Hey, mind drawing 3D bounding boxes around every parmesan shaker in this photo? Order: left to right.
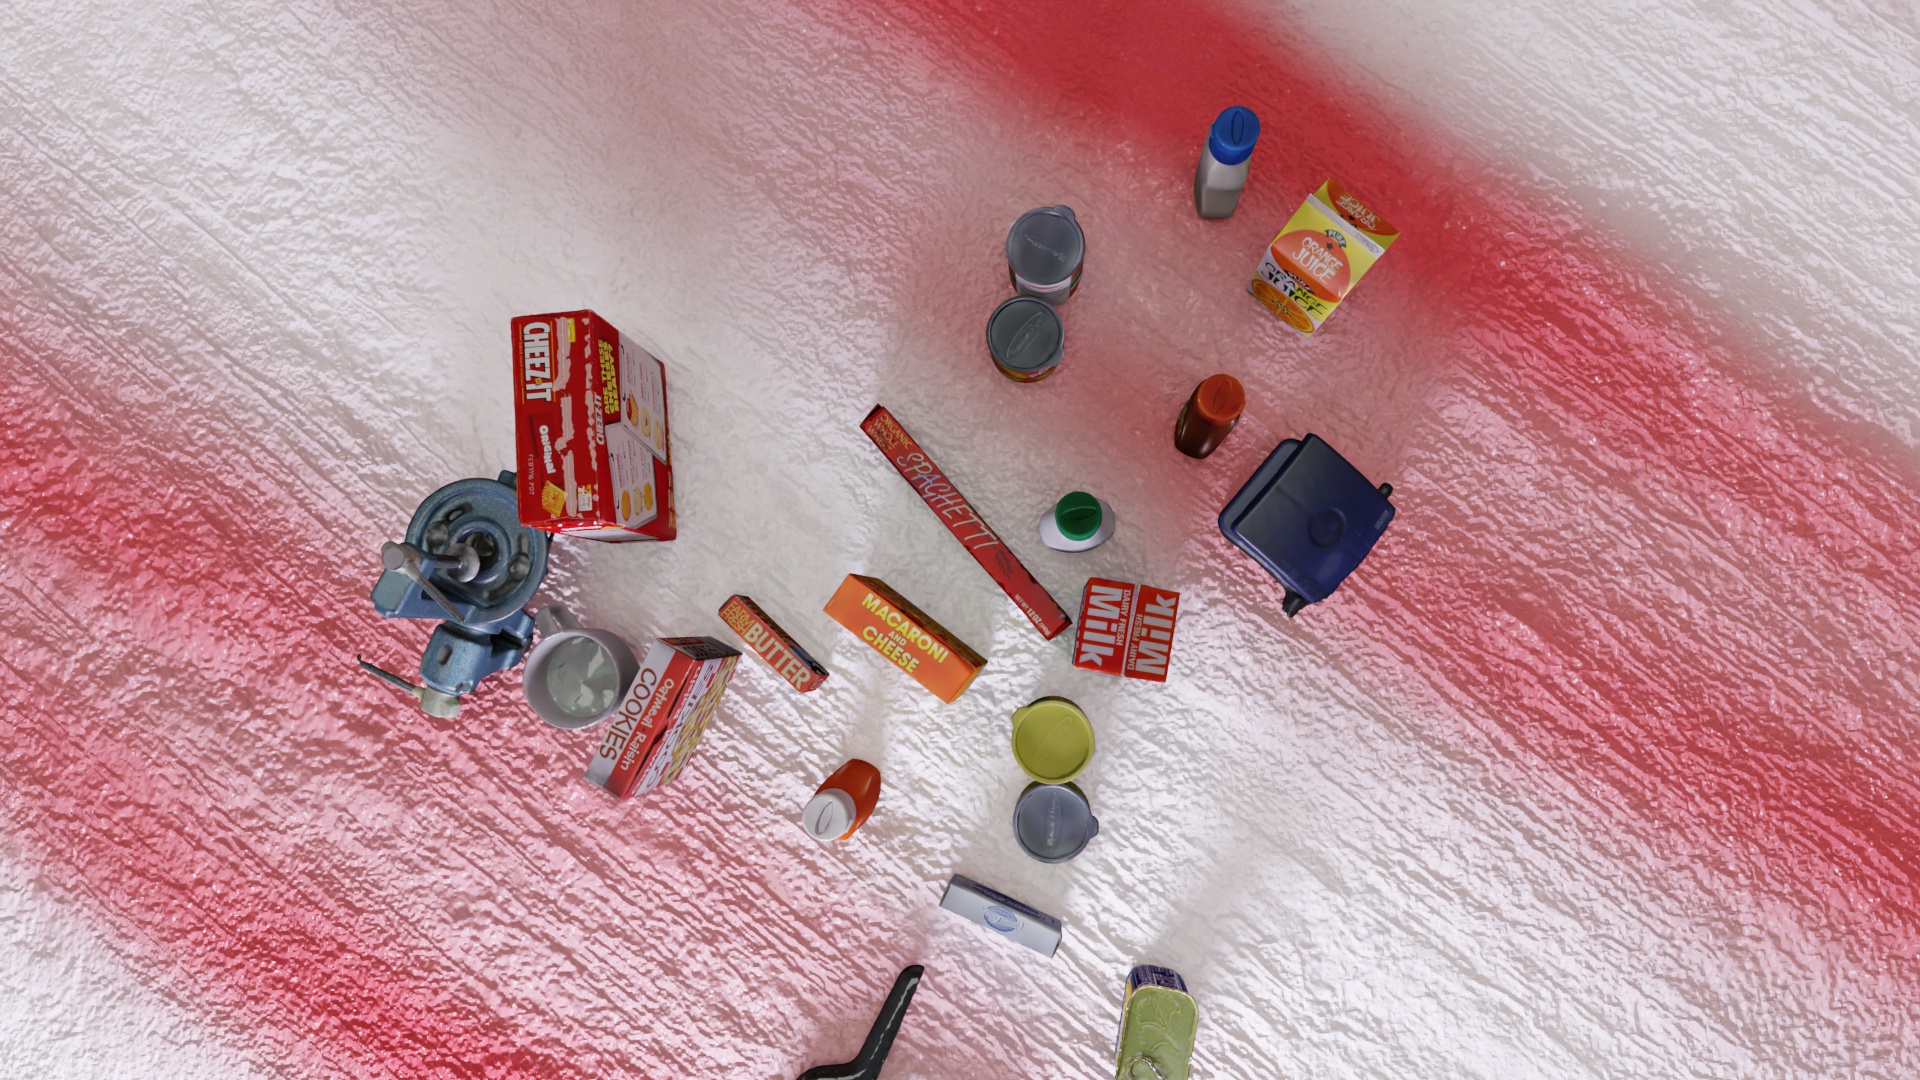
[{"bbox_3d":[0.075,0.161,1.150,0.071,0.103,0.071,0,86,4],"label":"parmesan shaker"}]

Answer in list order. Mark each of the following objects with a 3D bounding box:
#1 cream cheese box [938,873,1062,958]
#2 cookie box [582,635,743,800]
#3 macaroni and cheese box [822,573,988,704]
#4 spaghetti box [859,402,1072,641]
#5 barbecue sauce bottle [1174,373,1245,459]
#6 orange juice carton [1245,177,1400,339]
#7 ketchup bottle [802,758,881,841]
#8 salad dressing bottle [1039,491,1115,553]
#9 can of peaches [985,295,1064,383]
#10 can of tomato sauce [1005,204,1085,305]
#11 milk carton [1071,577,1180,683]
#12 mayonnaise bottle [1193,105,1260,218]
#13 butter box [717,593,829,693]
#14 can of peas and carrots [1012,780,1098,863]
[{"bbox_3d":[0.035,0.313,1.166,0.104,0.053,0.024,24,88,5],"label":"cream cheese box"},{"bbox_3d":[-0.238,0.141,1.138,0.040,0.167,0.123,27,88,5],"label":"cookie box"},{"bbox_3d":[-0.041,0.078,1.131,0.124,0.166,0.040,37,89,5],"label":"macaroni and cheese box"},{"bbox_3d":[0.004,-0.015,1.194,0.028,0.050,0.250,-41,84,0],"label":"spaghetti box"},{"bbox_3d":[0.206,-0.106,1.138,0.044,0.148,0.065,24,88,5],"label":"barbecue sauce bottle"},{"bbox_3d":[0.292,-0.229,1.120,0.072,0.192,0.073,41,90,5],"label":"orange juice carton"},{"bbox_3d":[-0.097,0.216,1.133,0.043,0.149,0.064,23,88,5],"label":"ketchup bottle"},{"bbox_3d":[0.096,-0.015,1.139,0.064,0.147,0.044,-10,86,3],"label":"salad dressing bottle"},{"bbox_3d":[0.058,-0.171,1.198,0.071,0.058,0.071,0,86,4],"label":"can of peaches"},{"bbox_3d":[0.073,-0.243,1.190,0.071,0.083,0.071,0,86,4],"label":"can of tomato sauce"},{"bbox_3d":[0.131,0.072,1.109,0.073,0.190,0.072,9,87,4],"label":"milk carton"},{"bbox_3d":[0.221,-0.316,1.153,0.041,0.148,0.065,4,87,4],"label":"mayonnaise bottle"},{"bbox_3d":[-0.161,0.089,1.195,0.103,0.053,0.024,43,90,5],"label":"butter box"},{"bbox_3d":[0.080,0.233,1.166,0.071,0.058,0.071,0,86,4],"label":"can of peas and carrots"}]
